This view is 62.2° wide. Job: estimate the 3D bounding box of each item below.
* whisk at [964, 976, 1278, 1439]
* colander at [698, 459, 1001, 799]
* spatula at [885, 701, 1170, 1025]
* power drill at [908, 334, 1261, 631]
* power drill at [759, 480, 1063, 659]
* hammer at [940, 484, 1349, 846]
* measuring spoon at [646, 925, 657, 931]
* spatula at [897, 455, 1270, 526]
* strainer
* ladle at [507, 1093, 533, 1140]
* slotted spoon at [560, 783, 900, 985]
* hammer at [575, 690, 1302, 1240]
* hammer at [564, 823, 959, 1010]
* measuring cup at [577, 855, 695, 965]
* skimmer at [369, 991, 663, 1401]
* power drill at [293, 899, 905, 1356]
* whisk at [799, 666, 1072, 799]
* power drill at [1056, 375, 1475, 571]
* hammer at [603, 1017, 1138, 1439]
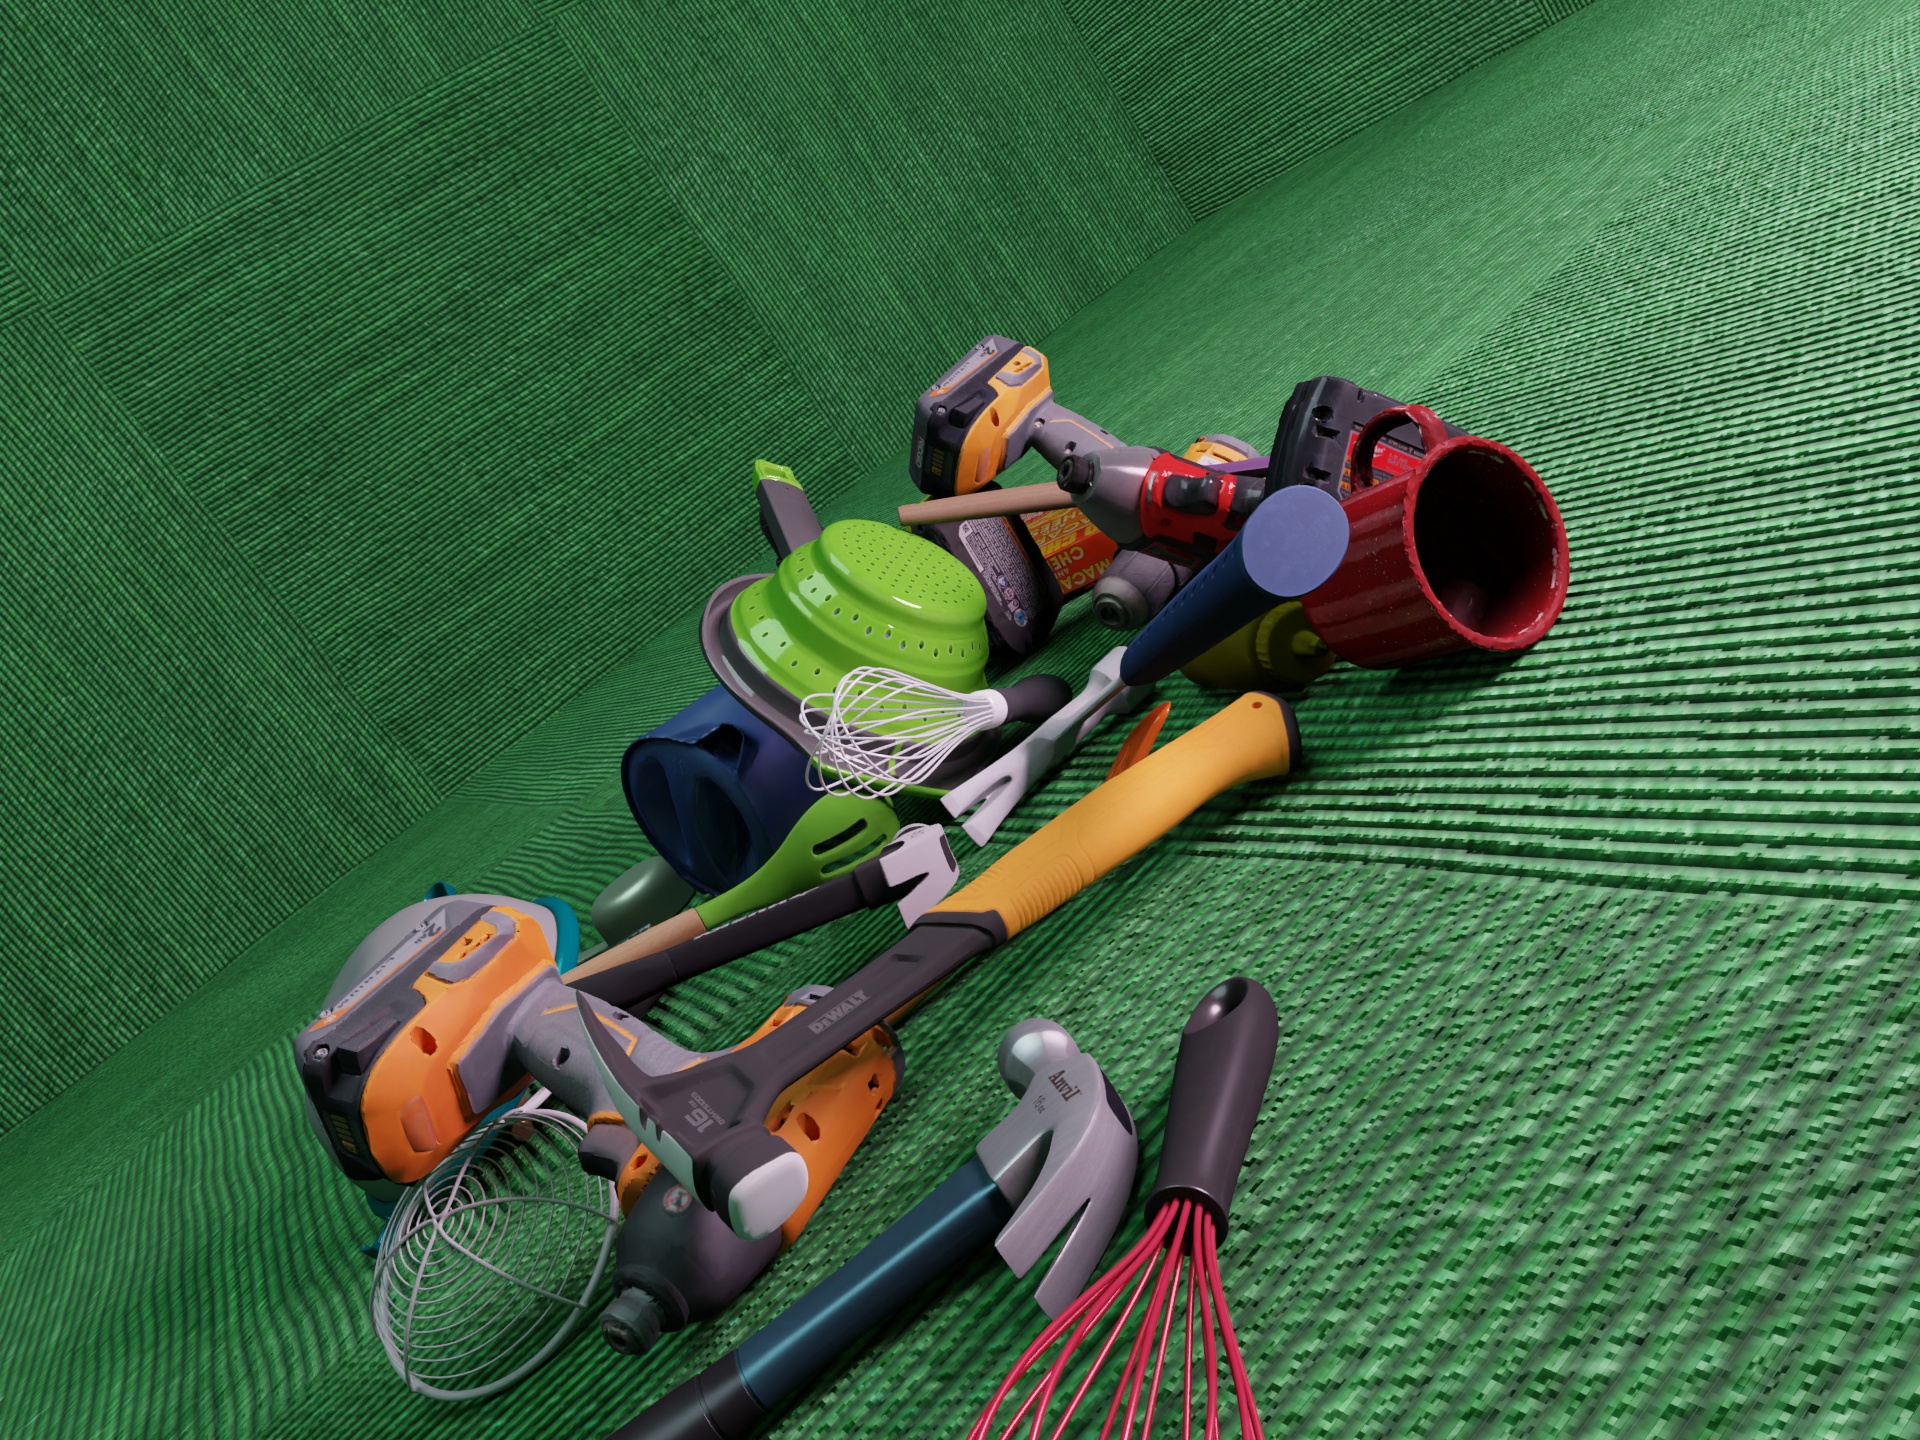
[{"bbox_3d":[0.056,0.145,0.420,0.073,0.073,0.296,-29,9,24],"label":"whisk"},{"bbox_3d":[-0.074,-0.106,1.045,0.094,0.204,0.398,-63,31,26],"label":"colander"},{"bbox_3d":[-0.019,0.107,0.734,0.322,0.041,0.081,-38,-3,-7],"label":"spatula"},{"bbox_3d":[0.075,-0.157,1.077,0.185,0.226,0.084,-50,-20,-37],"label":"power drill"},{"bbox_3d":[-0.049,-0.109,1.219,0.228,0.190,0.080,-12,25,49],"label":"power drill"},{"bbox_3d":[0.077,-0.019,0.719,0.144,0.035,0.405,-41,-2,-13],"label":"hammer"},{"bbox_3d":[-0.251,0.179,1.100,0.117,0.011,0.021,-39,14,-12],"label":"measuring spoon"},{"bbox_3d":[0.117,-0.150,1.008,0.316,0.018,0.060,-8,8,-4],"label":"spatula"},{"bbox_3d":[-0.350,0.161,1.007,0.211,0.095,0.341,-53,28,2],"label":"strainer"},{"bbox_3d":[-0.320,0.201,1.053,0.078,0.062,0.320,-50,24,-7],"label":"ladle"},{"bbox_3d":[-0.166,0.125,0.878,0.314,0.070,0.031,-27,31,-16],"label":"slotted spoon"},{"bbox_3d":[0.012,0.071,0.646,0.337,0.034,0.127,-30,40,-29],"label":"hammer"},{"bbox_3d":[-0.159,0.130,0.801,0.335,0.035,0.146,-22,2,-3],"label":"hammer"},{"bbox_3d":[-0.274,0.154,1.179,0.167,0.038,0.083,-30,15,13],"label":"measuring cup"},{"bbox_3d":[-0.195,0.212,0.830,0.127,0.090,0.363,-29,5,9],"label":"skimmer"},{"bbox_3d":[-0.157,0.161,0.649,0.226,0.084,0.164,10,37,24],"label":"power drill"},{"bbox_3d":[-0.002,-0.002,0.879,0.070,0.070,0.284,-28,-8,27],"label":"whisk"},{"bbox_3d":[0.155,-0.119,0.848,0.220,0.143,0.078,7,83,63],"label":"power drill"},{"bbox_3d":[-0.079,0.223,0.518,0.331,0.033,0.128,-37,13,-6],"label":"hammer"}]
